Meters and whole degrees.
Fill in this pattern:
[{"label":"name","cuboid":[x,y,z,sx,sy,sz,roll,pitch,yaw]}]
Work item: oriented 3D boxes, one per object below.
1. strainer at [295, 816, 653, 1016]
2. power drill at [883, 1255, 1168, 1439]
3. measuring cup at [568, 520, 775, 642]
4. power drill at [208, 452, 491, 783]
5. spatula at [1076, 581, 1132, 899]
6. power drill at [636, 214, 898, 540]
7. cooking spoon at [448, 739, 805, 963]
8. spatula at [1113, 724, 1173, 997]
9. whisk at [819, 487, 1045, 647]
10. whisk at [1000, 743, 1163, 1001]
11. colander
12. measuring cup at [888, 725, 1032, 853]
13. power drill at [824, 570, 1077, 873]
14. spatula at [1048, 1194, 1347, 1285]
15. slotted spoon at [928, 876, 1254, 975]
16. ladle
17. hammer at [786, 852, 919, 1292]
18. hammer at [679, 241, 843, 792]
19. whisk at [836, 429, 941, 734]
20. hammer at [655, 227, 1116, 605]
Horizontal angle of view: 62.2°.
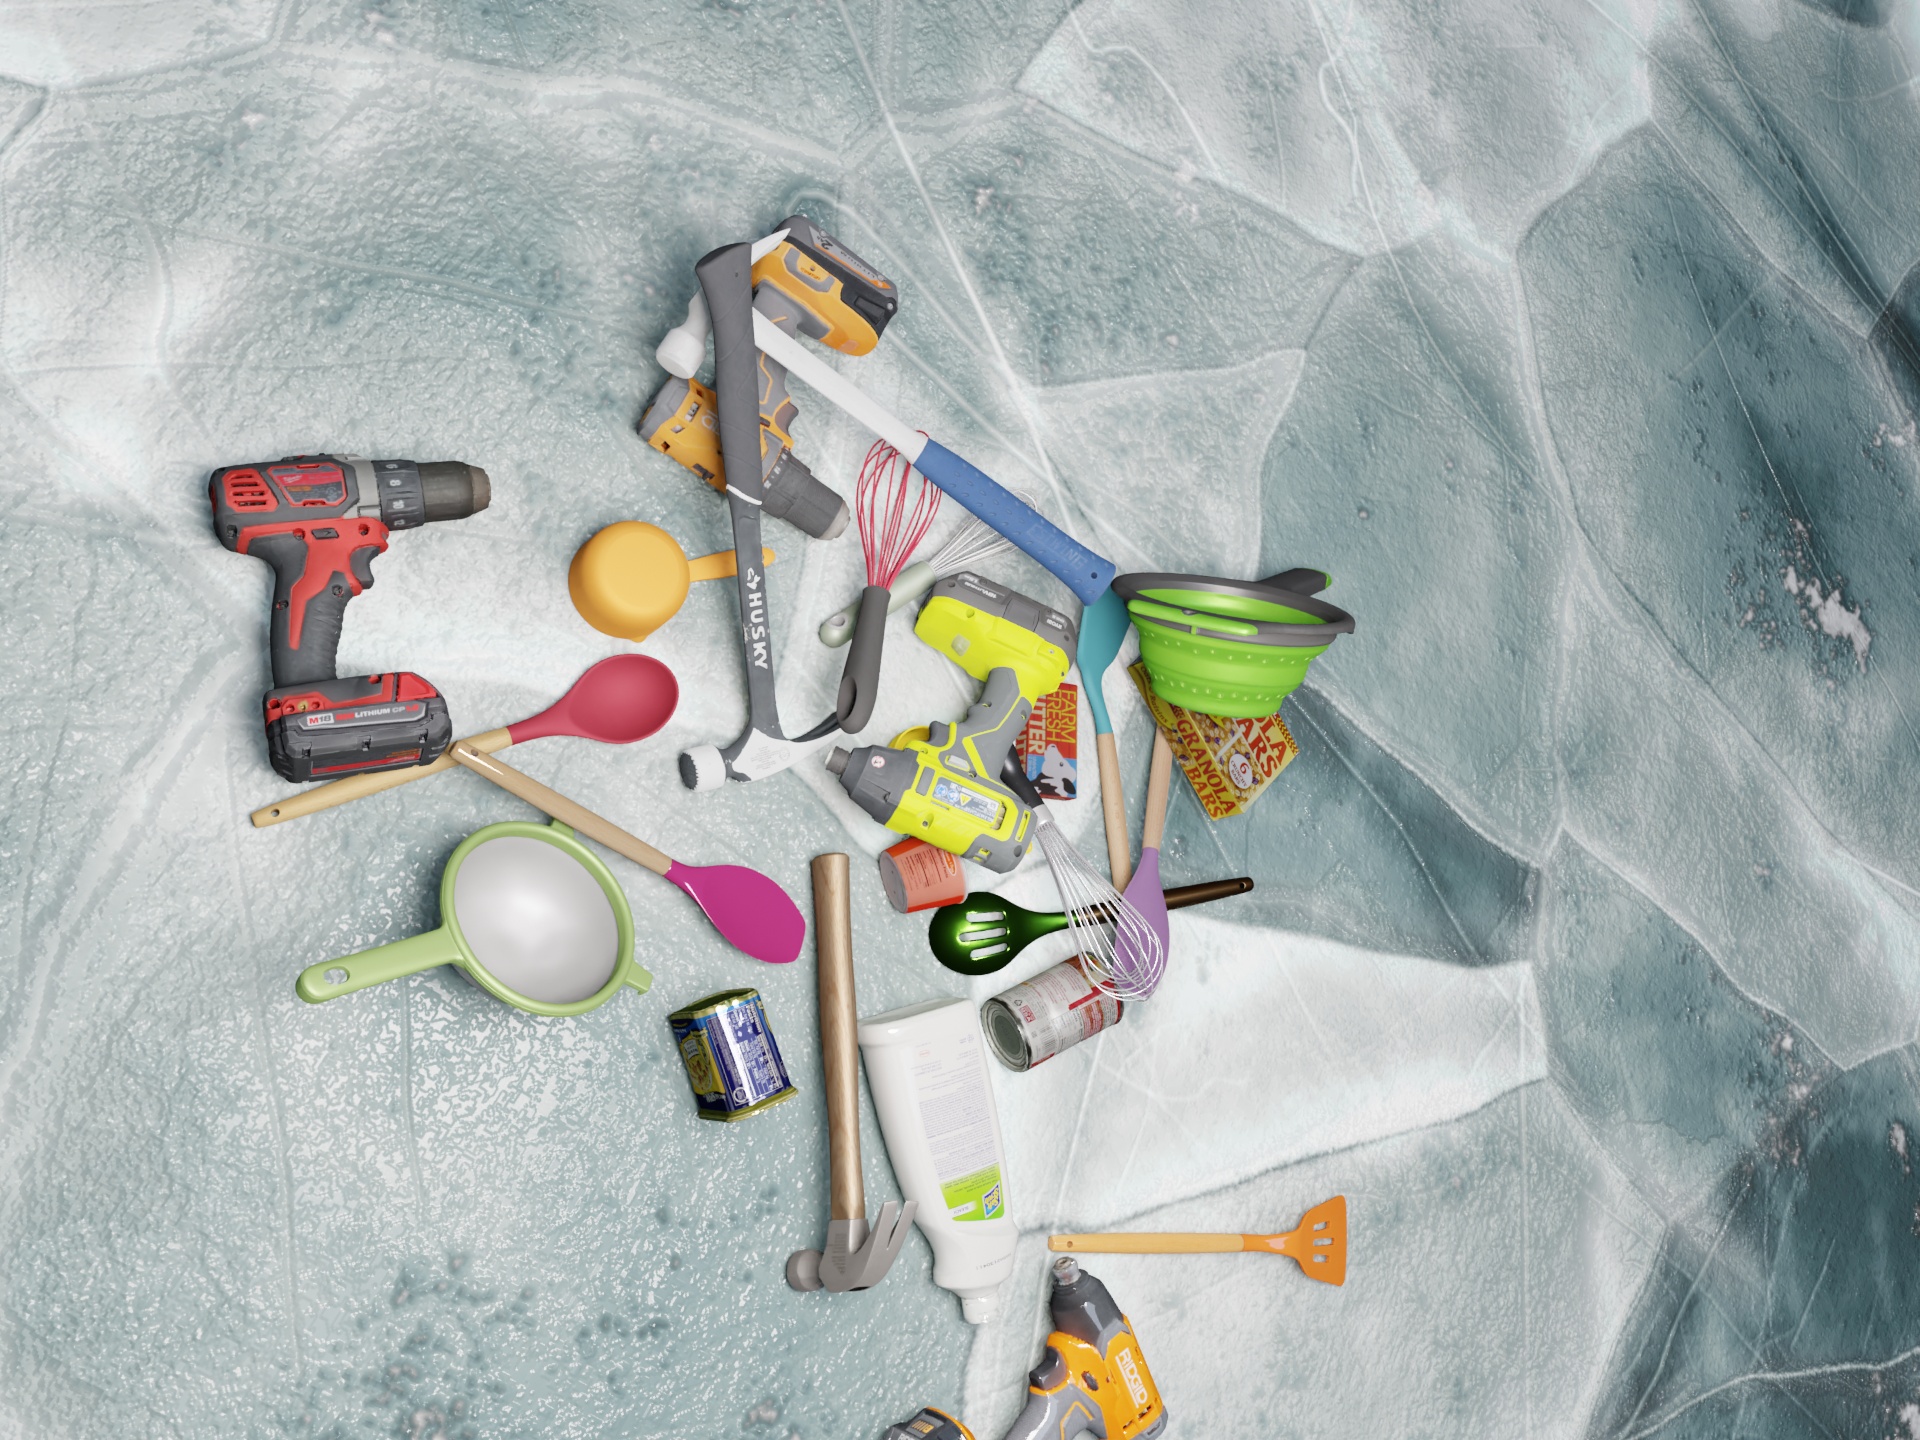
[{"label":"strainer","cuboid":[-0.343,0.159,1.088,0.256,0.069,0.151,-13,69,-52]},{"label":"power drill","cuboid":[0.052,0.543,1.255,0.226,0.084,0.164,-26,98,-33]},{"label":"measuring cup","cuboid":[-0.217,-0.120,1.249,0.173,0.052,0.095,-15,88,-27]},{"label":"power drill","cuboid":[-0.412,-0.082,1.117,0.188,0.080,0.227,-9,77,-25]},{"label":"spatula","cuboid":[0.140,0.036,1.416,0.082,0.044,0.317,0,82,-51]},{"label":"power drill","cuboid":[-0.135,-0.274,1.308,0.185,0.084,0.226,33,72,-19]},{"label":"cooking spoon","cuboid":[-0.241,0.098,1.192,0.318,0.017,0.069,35,49,-29]},{"label":"spatula","cuboid":[0.173,0.093,1.405,0.059,0.018,0.316,26,58,-27]},{"label":"whisk","cuboid":[-0.022,-0.130,1.363,0.246,0.059,0.058,-35,54,-25]},{"label":"whisk","cuboid":[0.082,0.108,1.324,0.070,0.070,0.285,-20,68,-29]},{"label":"colander","cuboid":[0.259,-0.073,1.410,0.397,0.204,0.094,-21,122,-61]},{"label":"measuring cup","cuboid":[-0.001,0.065,1.347,0.156,0.029,0.062,41,65,-18]},{"label":"power drill","cuboid":[-0.002,-0.004,1.297,0.171,0.080,0.223,24,58,-7]},{"label":"spatula","cuboid":[0.219,0.458,1.396,0.322,0.041,0.081,8,78,-22]},{"label":"slotted spoon","cuboid":[0.122,0.165,1.376,0.313,0.031,0.070,-7,88,-24]},{"label":"ladle","cuboid":[-0.356,0.021,1.166,0.315,0.031,0.069,-21,84,-27]},{"label":"hammer","cuboid":[-0.091,0.265,1.225,0.031,0.130,0.331,11,67,-39]},{"label":"hammer","cuboid":[-0.159,-0.153,1.218,0.149,0.036,0.408,-14,110,-33]},{"label":"whisk","cuboid":[-0.065,-0.120,1.296,0.073,0.073,0.296,22,59,-23]},{"label":"hammer","cuboid":[-0.038,-0.229,1.282,0.405,0.035,0.144,35,76,-16]}]
